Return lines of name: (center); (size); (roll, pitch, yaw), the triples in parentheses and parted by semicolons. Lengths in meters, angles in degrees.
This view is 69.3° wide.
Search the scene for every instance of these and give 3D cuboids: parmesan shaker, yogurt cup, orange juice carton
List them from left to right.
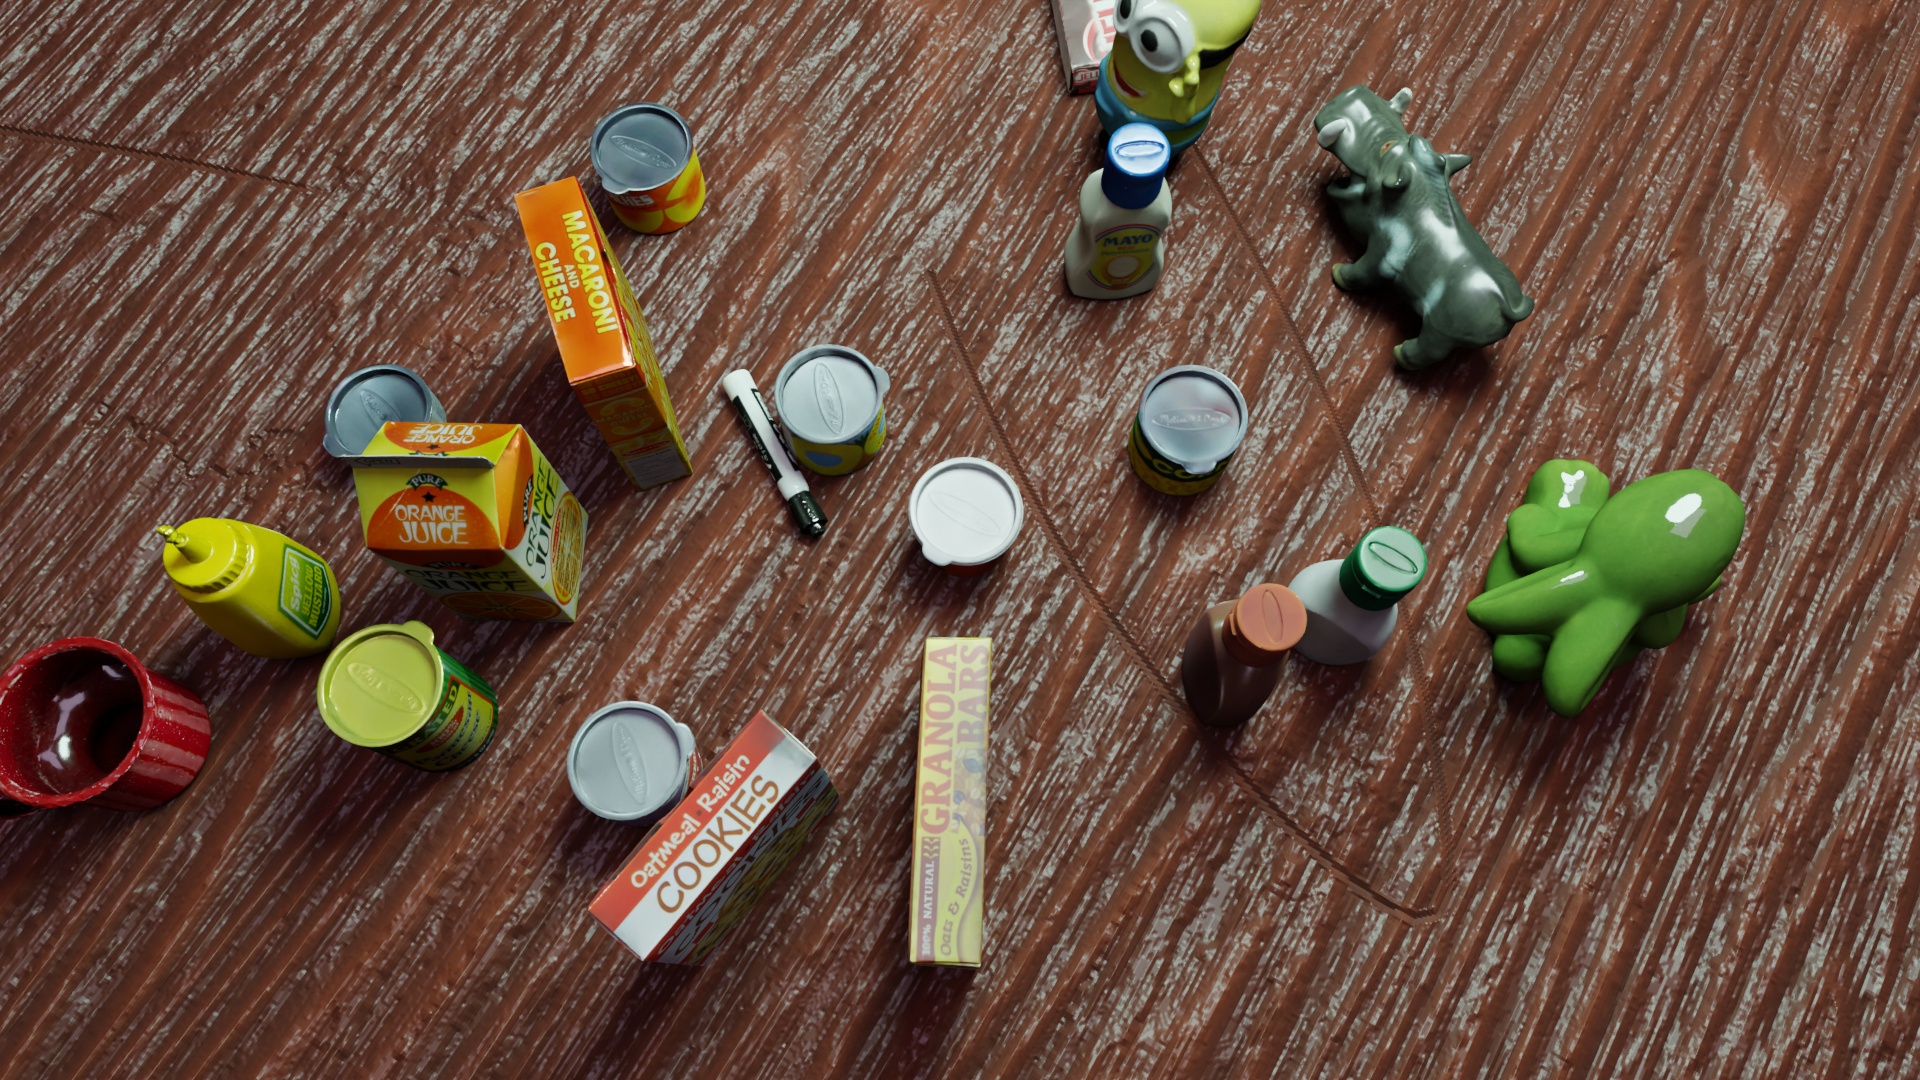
parmesan shaker: (-0.306, 0.090, 0.784); (0.071, 0.102, 0.071); (0, 72, -1)
orange juice carton: (-0.268, -0.013, 0.771); (0.072, 0.192, 0.073); (1, 72, 0)
yogurt cup: (0.003, -0.011, 0.846); (0.072, 0.053, 0.072); (0, 72, -1)

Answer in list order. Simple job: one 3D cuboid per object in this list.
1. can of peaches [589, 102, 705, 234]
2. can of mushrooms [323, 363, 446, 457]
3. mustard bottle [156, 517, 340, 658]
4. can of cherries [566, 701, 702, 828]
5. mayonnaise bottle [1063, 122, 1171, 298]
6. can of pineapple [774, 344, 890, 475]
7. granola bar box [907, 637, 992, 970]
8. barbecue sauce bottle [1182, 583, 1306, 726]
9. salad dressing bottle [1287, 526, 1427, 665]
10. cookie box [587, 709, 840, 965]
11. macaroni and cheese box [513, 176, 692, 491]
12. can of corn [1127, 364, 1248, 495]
can of peaches: (-0.207, -0.243, 0.918); (0.071, 0.058, 0.071); (0, 72, -1)
can of mushrooms: (-0.362, -0.073, 0.873); (0.071, 0.033, 0.071); (0, 72, -1)
mustard bottle: (-0.399, 0.022, 0.775); (0.049, 0.159, 0.065); (-4, 72, -2)
can of cherries: (-0.182, 0.129, 0.795); (0.071, 0.058, 0.071); (0, 72, -1)
mayonnaise bottle: (0.101, -0.201, 0.861); (0.065, 0.147, 0.041); (-5, 72, -2)
can of pineapple: (-0.078, -0.080, 0.866); (0.071, 0.057, 0.071); (0, 72, -1)
granola bar box: (-0.006, 0.147, 0.757); (0.039, 0.124, 0.166); (2, 72, 0)
barbecue sauce bottle: (0.157, 0.061, 0.775); (0.044, 0.148, 0.065); (-5, 72, -2)
salad dressing bottle: (0.223, 0.032, 0.786); (0.064, 0.147, 0.044); (32, 75, 9)
cookie box: (-0.122, 0.161, 0.729); (0.040, 0.167, 0.123); (38, 76, 11)
macaroni and cheese box: (-0.206, -0.116, 0.820); (0.040, 0.166, 0.124); (-19, 73, -6)
can of corn: (0.140, -0.065, 0.864); (0.071, 0.058, 0.071); (0, 72, -1)
